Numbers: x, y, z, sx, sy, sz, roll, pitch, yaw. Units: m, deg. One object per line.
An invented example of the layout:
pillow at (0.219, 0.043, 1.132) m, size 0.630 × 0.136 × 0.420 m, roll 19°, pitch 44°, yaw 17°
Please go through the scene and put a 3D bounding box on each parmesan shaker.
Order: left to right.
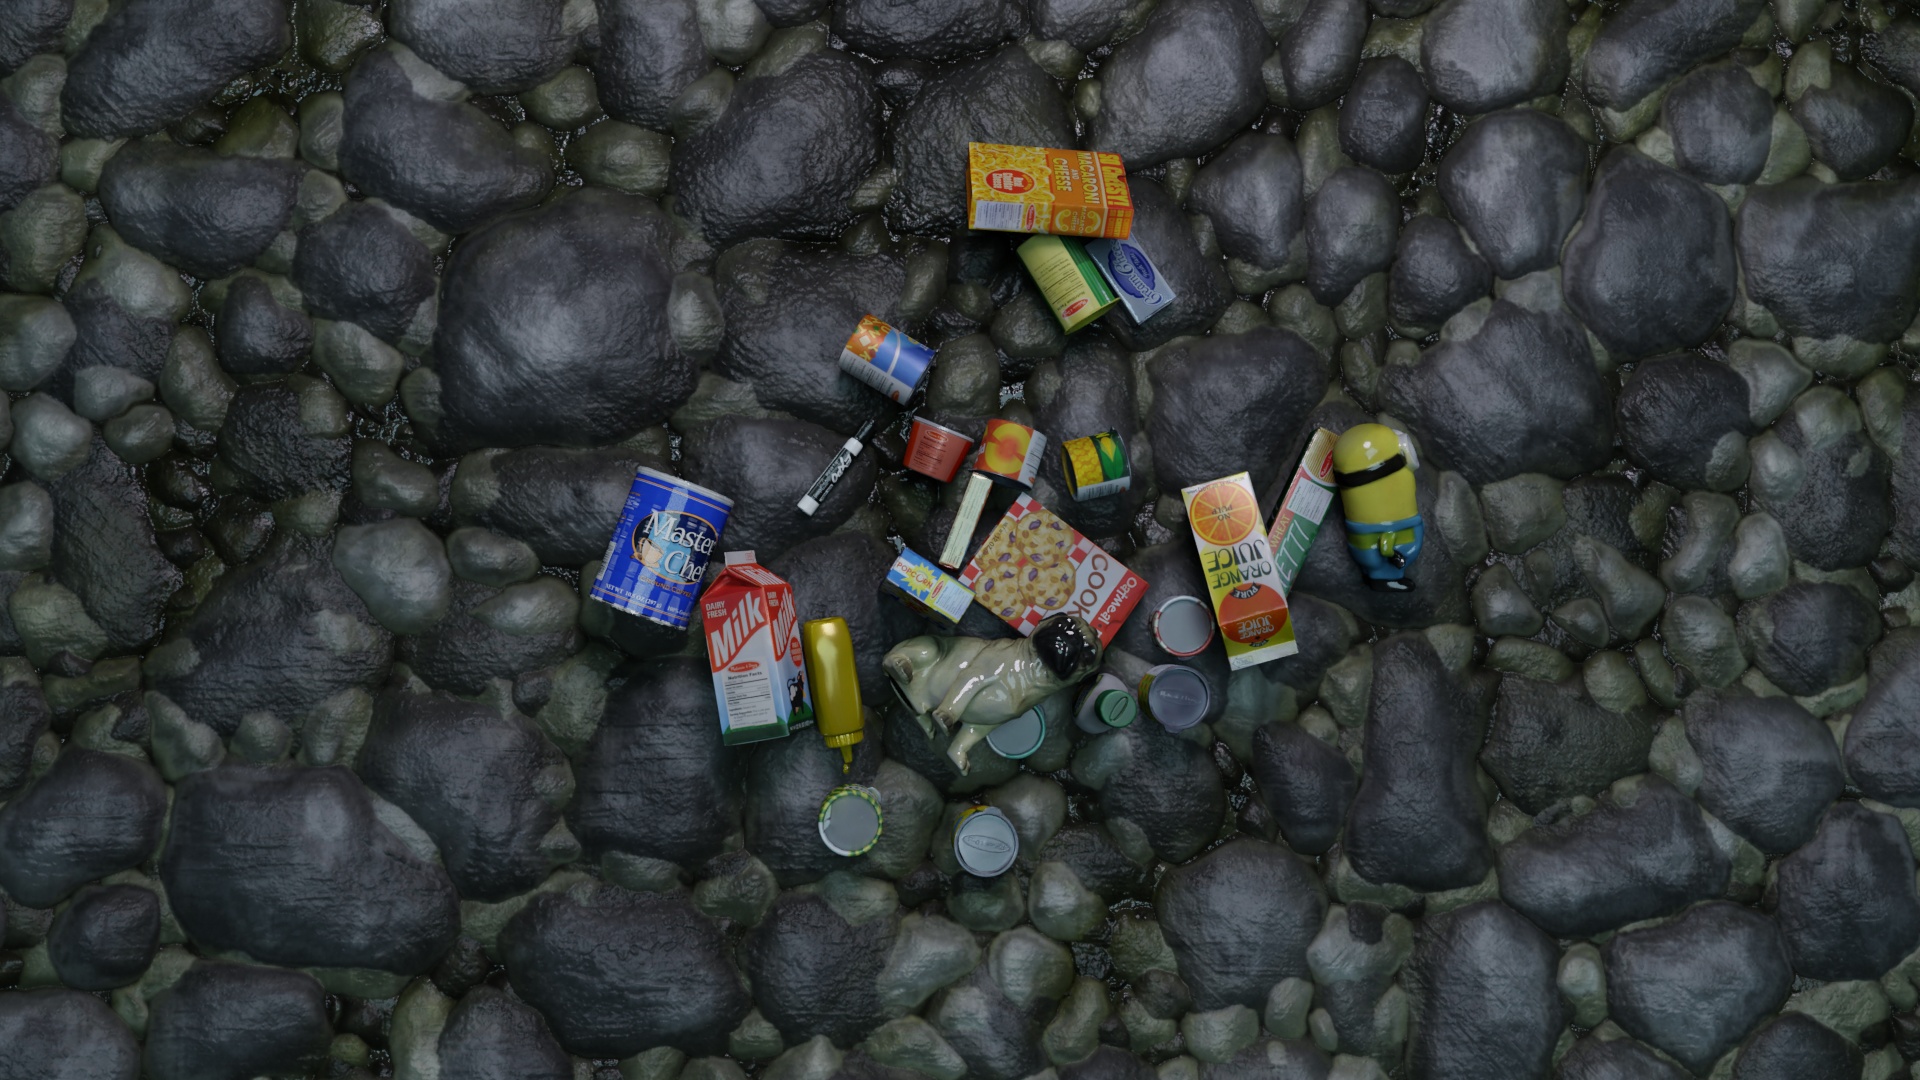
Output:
parmesan shaker at (0.114, -0.280, 1.473) m, size 0.071 × 0.071 × 0.103 m, roll -31°, pitch 88°, yaw -6°

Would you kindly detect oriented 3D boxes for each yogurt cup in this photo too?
yogurt cup at (-0.026, -0.093, 1.450) m, size 0.072 × 0.072 × 0.054 m, roll 22°, pitch 93°, yaw -3°

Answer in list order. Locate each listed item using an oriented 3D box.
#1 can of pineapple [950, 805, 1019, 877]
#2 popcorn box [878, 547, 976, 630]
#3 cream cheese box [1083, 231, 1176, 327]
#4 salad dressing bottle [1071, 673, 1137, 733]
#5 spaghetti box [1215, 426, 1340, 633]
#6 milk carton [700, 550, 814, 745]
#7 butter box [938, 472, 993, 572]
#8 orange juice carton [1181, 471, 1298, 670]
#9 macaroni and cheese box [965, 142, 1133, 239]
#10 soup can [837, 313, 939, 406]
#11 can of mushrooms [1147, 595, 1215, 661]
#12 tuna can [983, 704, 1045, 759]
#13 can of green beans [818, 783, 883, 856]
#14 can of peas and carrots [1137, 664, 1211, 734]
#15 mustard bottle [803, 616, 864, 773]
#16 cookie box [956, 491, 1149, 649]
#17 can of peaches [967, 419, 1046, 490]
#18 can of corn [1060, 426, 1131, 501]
can of pineapple at (0.025, 0.306, 1.426) m, size 0.071 × 0.058 × 0.071 m, roll 0°, pitch 86°, yaw -5°
popcorn box at (-0.035, 0.051, 1.406) m, size 0.085 × 0.126 × 0.038 m, roll 33°, pitch 80°, yaw -2°
cream cheese box at (0.182, -0.287, 1.501) m, size 0.053 × 0.024 × 0.104 m, roll -35°, pitch 89°, yaw -6°
salad dressing bottle at (0.147, 0.166, 1.402) m, size 0.044 × 0.147 × 0.064 m, roll 36°, pitch 84°, yaw -2°
spaghetti box at (0.350, -0.001, 1.491) m, size 0.050 × 0.028 × 0.250 m, roll 27°, pitch 84°, yaw -2°
milk carton at (-0.208, 0.104, 1.406) m, size 0.073 × 0.072 × 0.190 m, roll -11°, pitch 87°, yaw 15°
butter box at (0.005, -0.018, 1.452) m, size 0.024 × 0.053 × 0.103 m, roll 21°, pitch 84°, yaw 0°
orange juice carton at (0.289, 0.033, 1.436) m, size 0.072 × 0.073 × 0.193 m, roll -15°, pitch 74°, yaw 9°
macaroni and cheese box at (0.091, -0.368, 1.456) m, size 0.167 × 0.040 × 0.124 m, roll 3°, pitch 42°, yaw -5°
soup can at (-0.075, -0.191, 1.452) m, size 0.084 × 0.071 × 0.071 m, roll 31°, pitch 84°, yaw -2°
can of mushrooms at (0.235, 0.093, 1.473) m, size 0.071 × 0.033 × 0.071 m, roll 0°, pitch 85°, yaw -5°
tuna can at (0.057, 0.193, 1.450) m, size 0.071 × 0.033 × 0.071 m, roll 0°, pitch 86°, yaw -4°
can of green beans at (-0.112, 0.284, 1.417) m, size 0.071 × 0.058 × 0.071 m, roll 0°, pitch 86°, yaw -5°
can of peas and carrots at (0.223, 0.165, 1.453) m, size 0.071 × 0.058 × 0.071 m, roll 0°, pitch 87°, yaw -4°
mustard bottle at (-0.127, 0.159, 1.424) m, size 0.049 × 0.065 × 0.160 m, roll -10°, pitch 93°, yaw -14°
cookie box at (0.094, 0.047, 1.460) m, size 0.167 × 0.040 × 0.123 m, roll 36°, pitch 84°, yaw -2°
can of peaches at (0.049, -0.090, 1.455) m, size 0.071 × 0.071 × 0.058 m, roll 18°, pitch 85°, yaw -3°
can of corn at (0.141, -0.080, 1.462) m, size 0.058 × 0.071 × 0.071 m, roll -14°, pitch 87°, yaw -5°
